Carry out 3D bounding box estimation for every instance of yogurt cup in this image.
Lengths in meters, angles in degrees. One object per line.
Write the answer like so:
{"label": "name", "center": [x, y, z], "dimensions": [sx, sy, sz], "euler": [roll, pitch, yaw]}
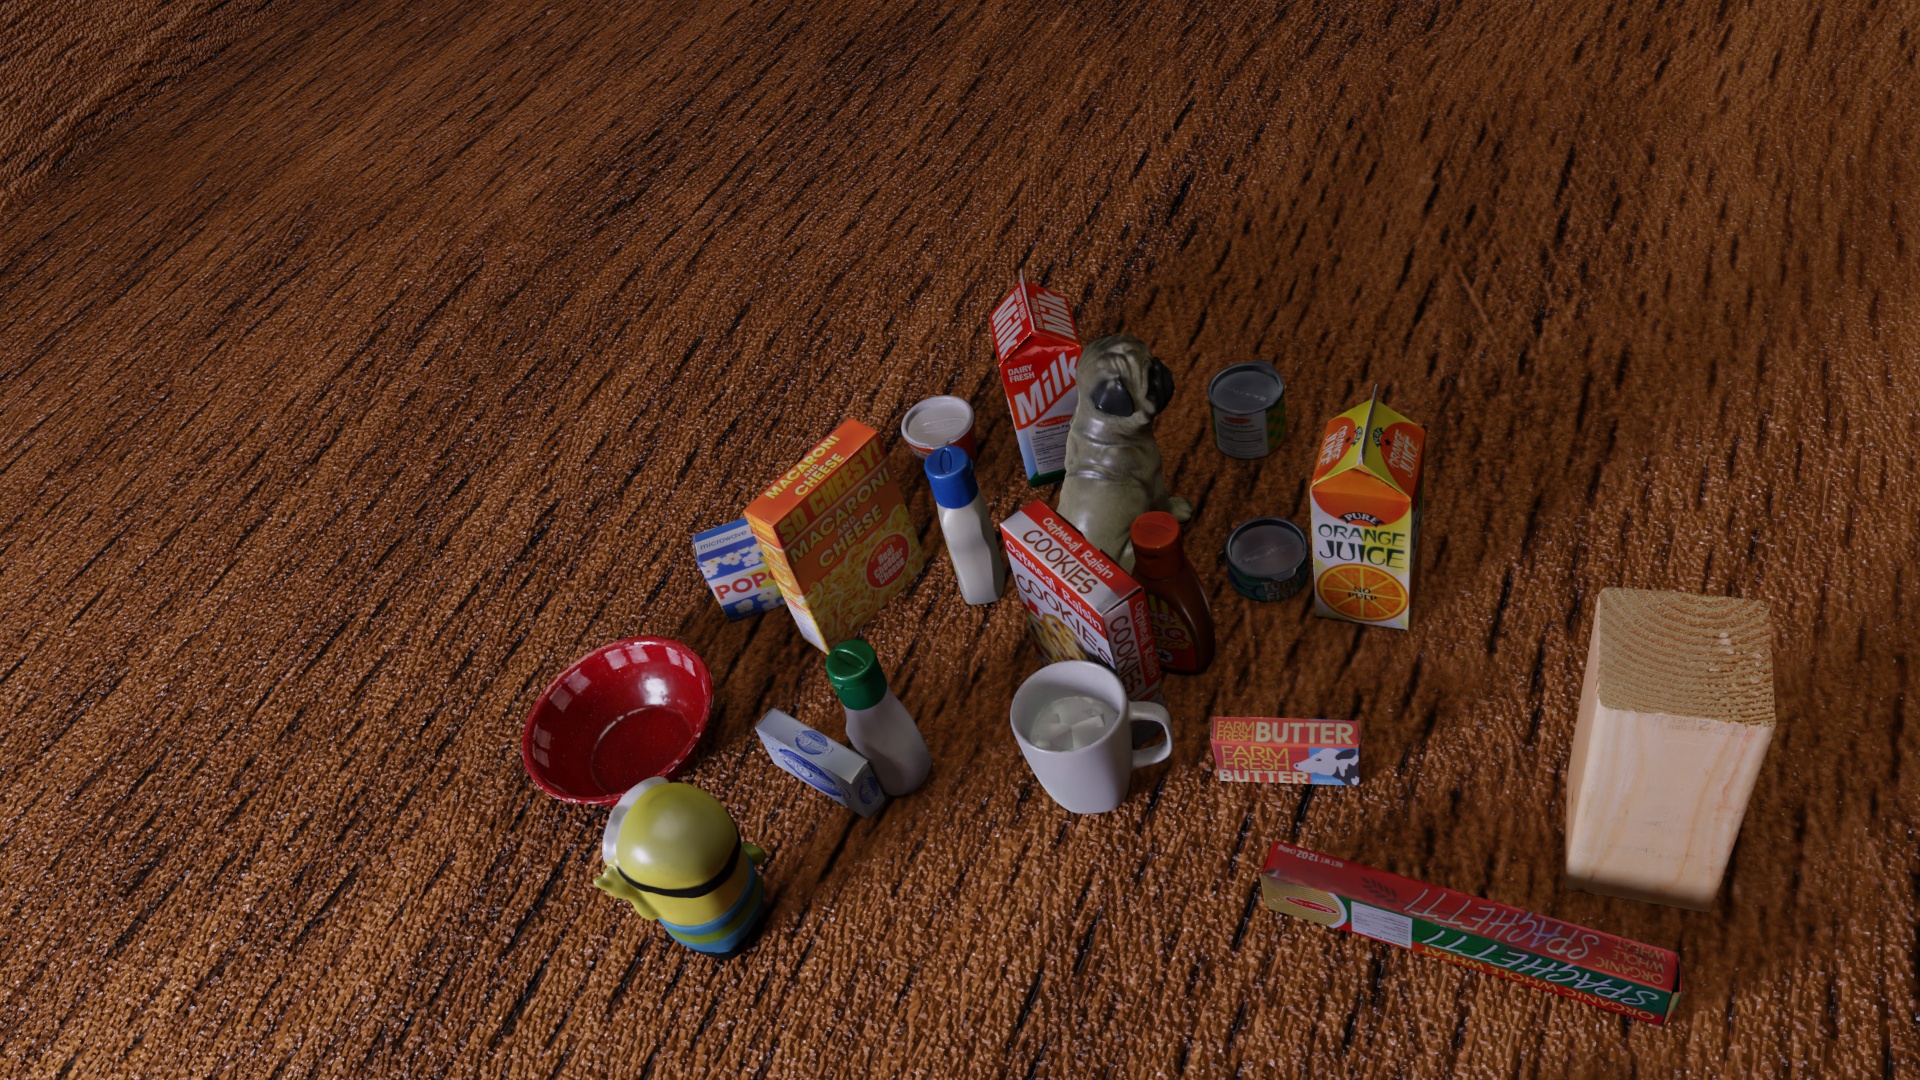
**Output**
{"label": "yogurt cup", "center": [-0.016, -0.094, 1.291], "dimensions": [0.072, 0.053, 0.073], "euler": [-8, 46, 9]}

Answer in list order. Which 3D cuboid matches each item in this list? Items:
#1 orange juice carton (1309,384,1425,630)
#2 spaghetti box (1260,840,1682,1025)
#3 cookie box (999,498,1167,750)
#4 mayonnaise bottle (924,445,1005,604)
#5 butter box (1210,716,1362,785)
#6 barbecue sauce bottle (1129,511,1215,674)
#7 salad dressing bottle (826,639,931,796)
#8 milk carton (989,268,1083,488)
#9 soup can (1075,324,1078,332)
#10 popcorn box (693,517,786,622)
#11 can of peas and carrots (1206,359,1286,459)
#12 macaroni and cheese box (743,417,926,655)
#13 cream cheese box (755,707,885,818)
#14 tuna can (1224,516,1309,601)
{"label": "orange juice carton", "center": [0.304, -0.023, 1.035], "dimensions": [0.073, 0.191, 0.072], "euler": [8, 51, 23]}
{"label": "spaghetti box", "center": [0.317, 0.246, 0.879], "dimensions": [0.250, 0.050, 0.029], "euler": [11, 52, 25]}
{"label": "cookie box", "center": [0.094, 0.063, 1.034], "dimensions": [0.040, 0.166, 0.123], "euler": [-34, 48, -15]}
{"label": "mayonnaise bottle", "center": [0.004, -0.014, 1.146], "dimensions": [0.041, 0.147, 0.065], "euler": [-11, 46, 7]}
{"label": "butter box", "center": [0.233, 0.150, 0.991], "dimensions": [0.103, 0.053, 0.024], "euler": [0, 48, 16]}
{"label": "barbecue sauce bottle", "center": [0.156, 0.040, 1.051], "dimensions": [0.065, 0.147, 0.044], "euler": [15, 54, 28]}
{"label": "salad dressing bottle", "center": [-0.062, 0.132, 1.029], "dimensions": [0.064, 0.147, 0.044], "euler": [25, 59, 34]}
{"label": "milk carton", "center": [0.074, -0.142, 1.215], "dimensions": [0.073, 0.189, 0.073], "euler": [-13, 46, 4]}
{"label": "soup can", "center": [0.083, -0.161, 1.304], "dimensions": [0.071, 0.083, 0.072], "euler": [-8, 46, 9]}
{"label": "popcorn box", "center": [-0.159, 0.014, 1.211], "dimensions": [0.127, 0.084, 0.038], "euler": [-19, 46, -2]}
{"label": "can of peas and carrots", "center": [0.255, -0.116, 1.229], "dimensions": [0.071, 0.058, 0.071], "euler": [-8, 46, 9]}
{"label": "macaroni and cheese box", "center": [-0.101, -0.002, 1.152], "dimensions": [0.040, 0.165, 0.124], "euler": [28, 61, 35]}
{"label": "cream cheese box", "center": [-0.108, 0.171, 1.071], "dimensions": [0.104, 0.053, 0.024], "euler": [23, 58, 33]}
{"label": "tuna can", "center": [0.250, 0.017, 1.125], "dimensions": [0.071, 0.032, 0.071], "euler": [-8, 46, 9]}
